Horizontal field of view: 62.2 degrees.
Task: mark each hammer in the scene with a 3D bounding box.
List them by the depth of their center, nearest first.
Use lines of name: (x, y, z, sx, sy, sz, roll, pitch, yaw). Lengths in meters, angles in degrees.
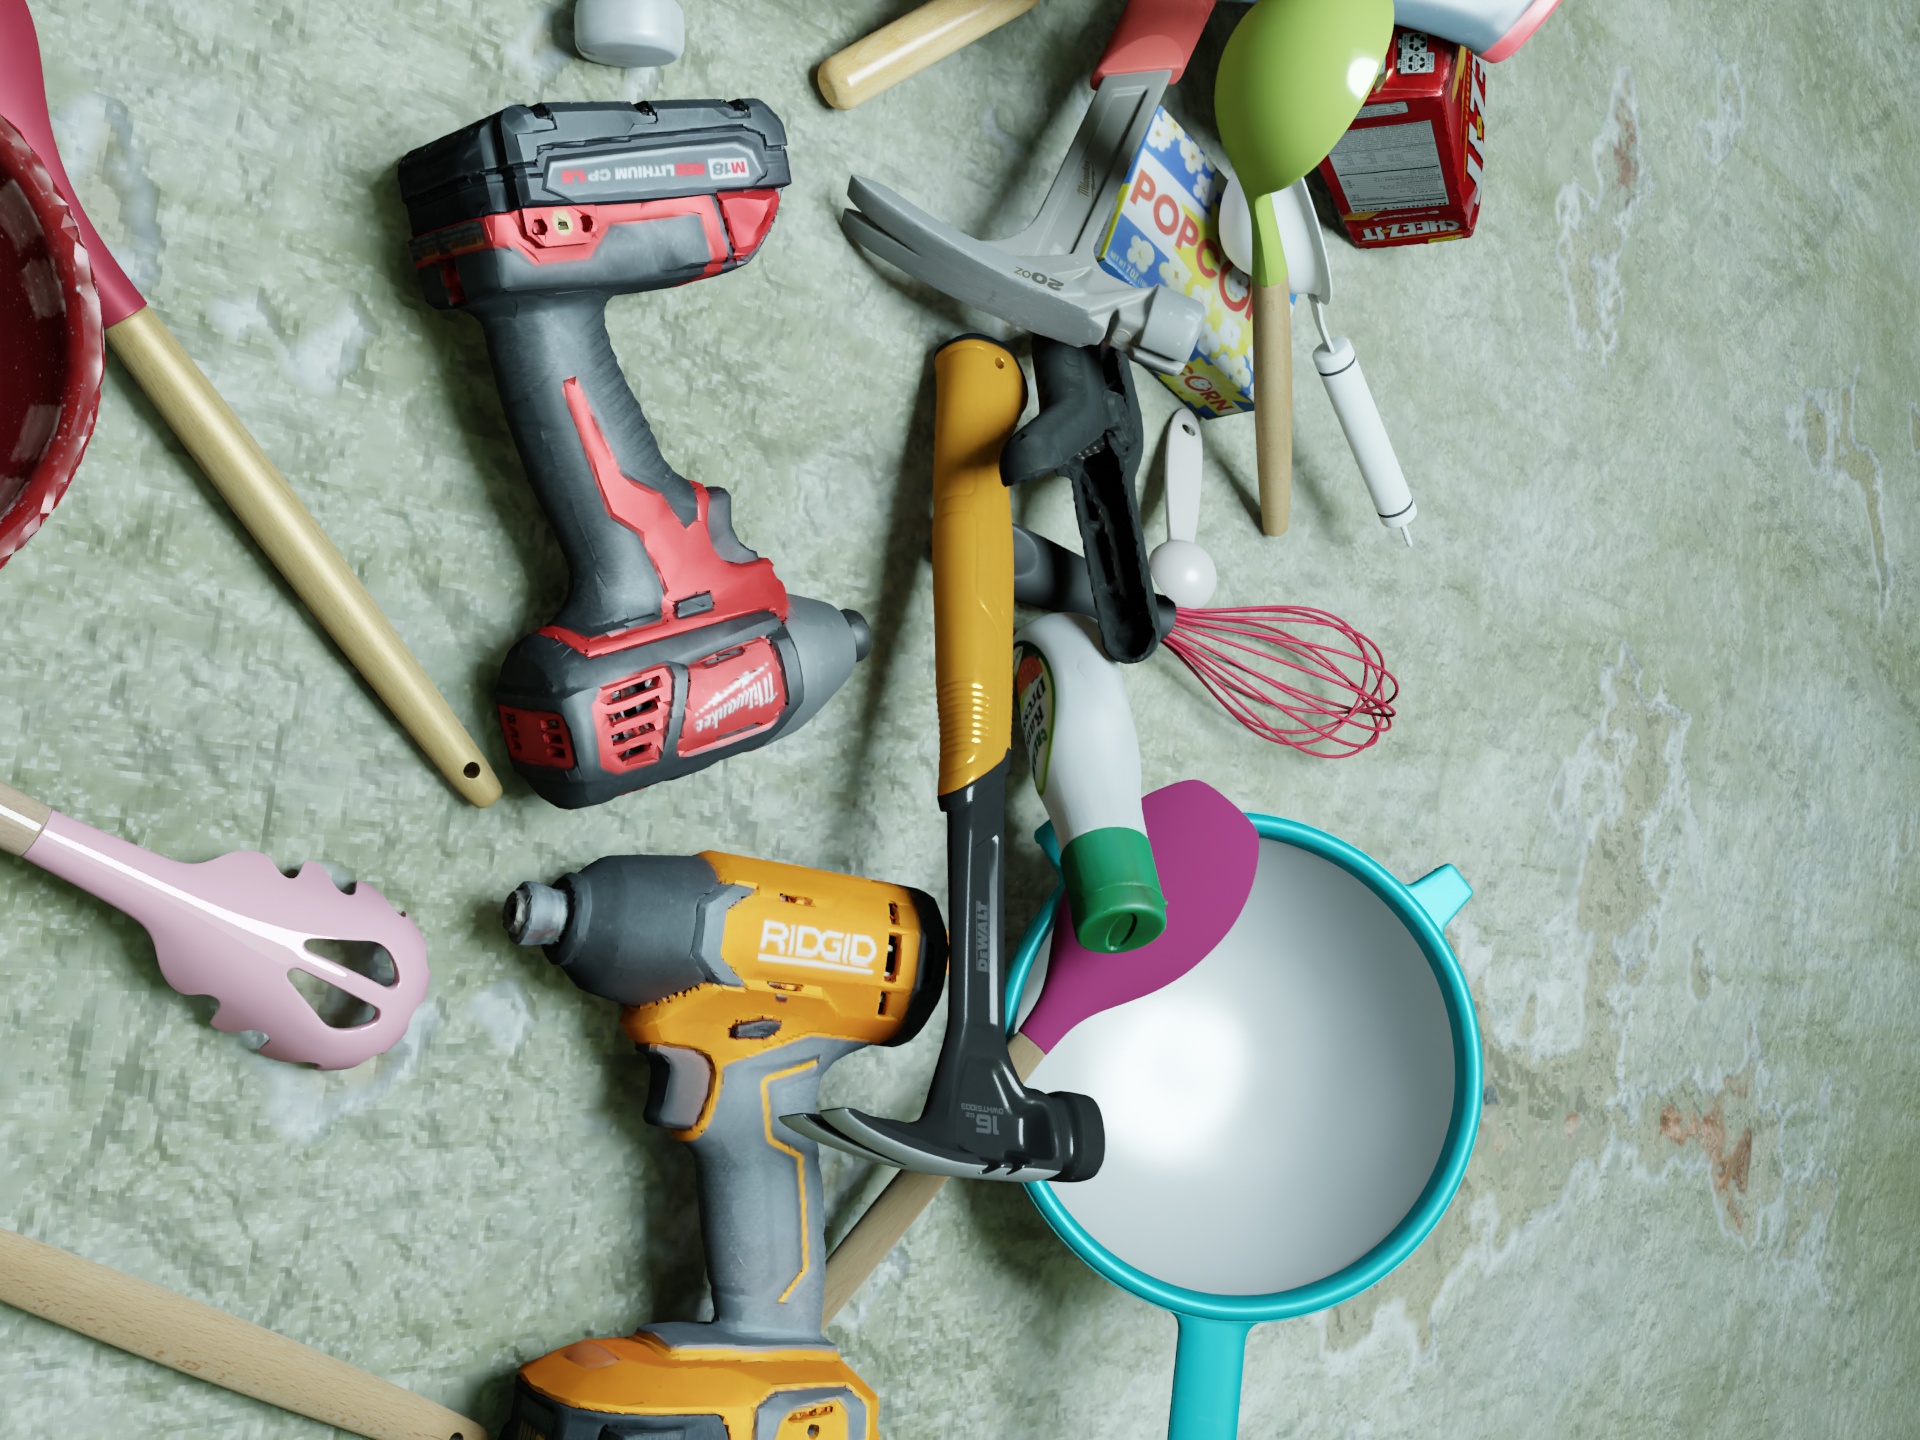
hammer: (0.053, -0.306, 0.589, 0.386, 0.038, 0.143, -2, 100, -16)
hammer: (-0.001, -0.002, 0.603, 0.127, 0.034, 0.337, 19, 62, -39)
hammer: (0.080, -0.312, 0.703, 0.149, 0.036, 0.359, 24, 63, -2)

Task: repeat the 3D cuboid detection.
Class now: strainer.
strainer: (0.106, 0.213, 0.698, 0.211, 0.095, 0.340, 8, 80, -4)
strainer: (0.174, -0.179, 0.758, 0.258, 0.050, 0.087, 56, 13, -34)

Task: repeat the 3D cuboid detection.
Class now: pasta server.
pasta server: (-0.277, 0.017, 0.427, 0.316, 0.040, 0.060, 37, 68, -32)

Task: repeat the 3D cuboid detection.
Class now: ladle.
ladle: (-0.228, -0.094, 0.465, 0.069, 0.031, 0.315, -43, 120, -23)
ladle: (0.146, -0.173, 0.682, 0.319, 0.062, 0.078, 69, 28, -60)

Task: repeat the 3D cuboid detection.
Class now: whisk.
whisk: (0.046, -0.314, 0.650, 0.245, 0.047, 0.051, -35, 158, -16)
whisk: (0.107, -0.041, 0.748, 0.295, 0.073, 0.073, 18, 80, -34)

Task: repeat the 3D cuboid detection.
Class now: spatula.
spatula: (-0.251, 0.160, 0.441, 0.317, 0.044, 0.082, 43, 63, -36)

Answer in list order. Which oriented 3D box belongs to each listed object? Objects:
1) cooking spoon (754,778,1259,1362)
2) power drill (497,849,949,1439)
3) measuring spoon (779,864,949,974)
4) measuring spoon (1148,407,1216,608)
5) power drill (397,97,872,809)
cooking spoon: (0.013, 0.151, 0.644, 0.069, 0.017, 0.319, 41, 77, 4)
power drill: (-0.093, 0.158, 0.554, 0.164, 0.084, 0.226, 15, 76, -34)
measuring spoon: (-0.036, 0.083, 0.654, 0.116, 0.011, 0.021, 30, 89, -42)
measuring spoon: (0.107, -0.105, 0.740, 0.034, 0.018, 0.124, 24, 51, -22)
power drill: (-0.102, -0.091, 0.547, 0.143, 0.079, 0.219, -20, 107, -40)
